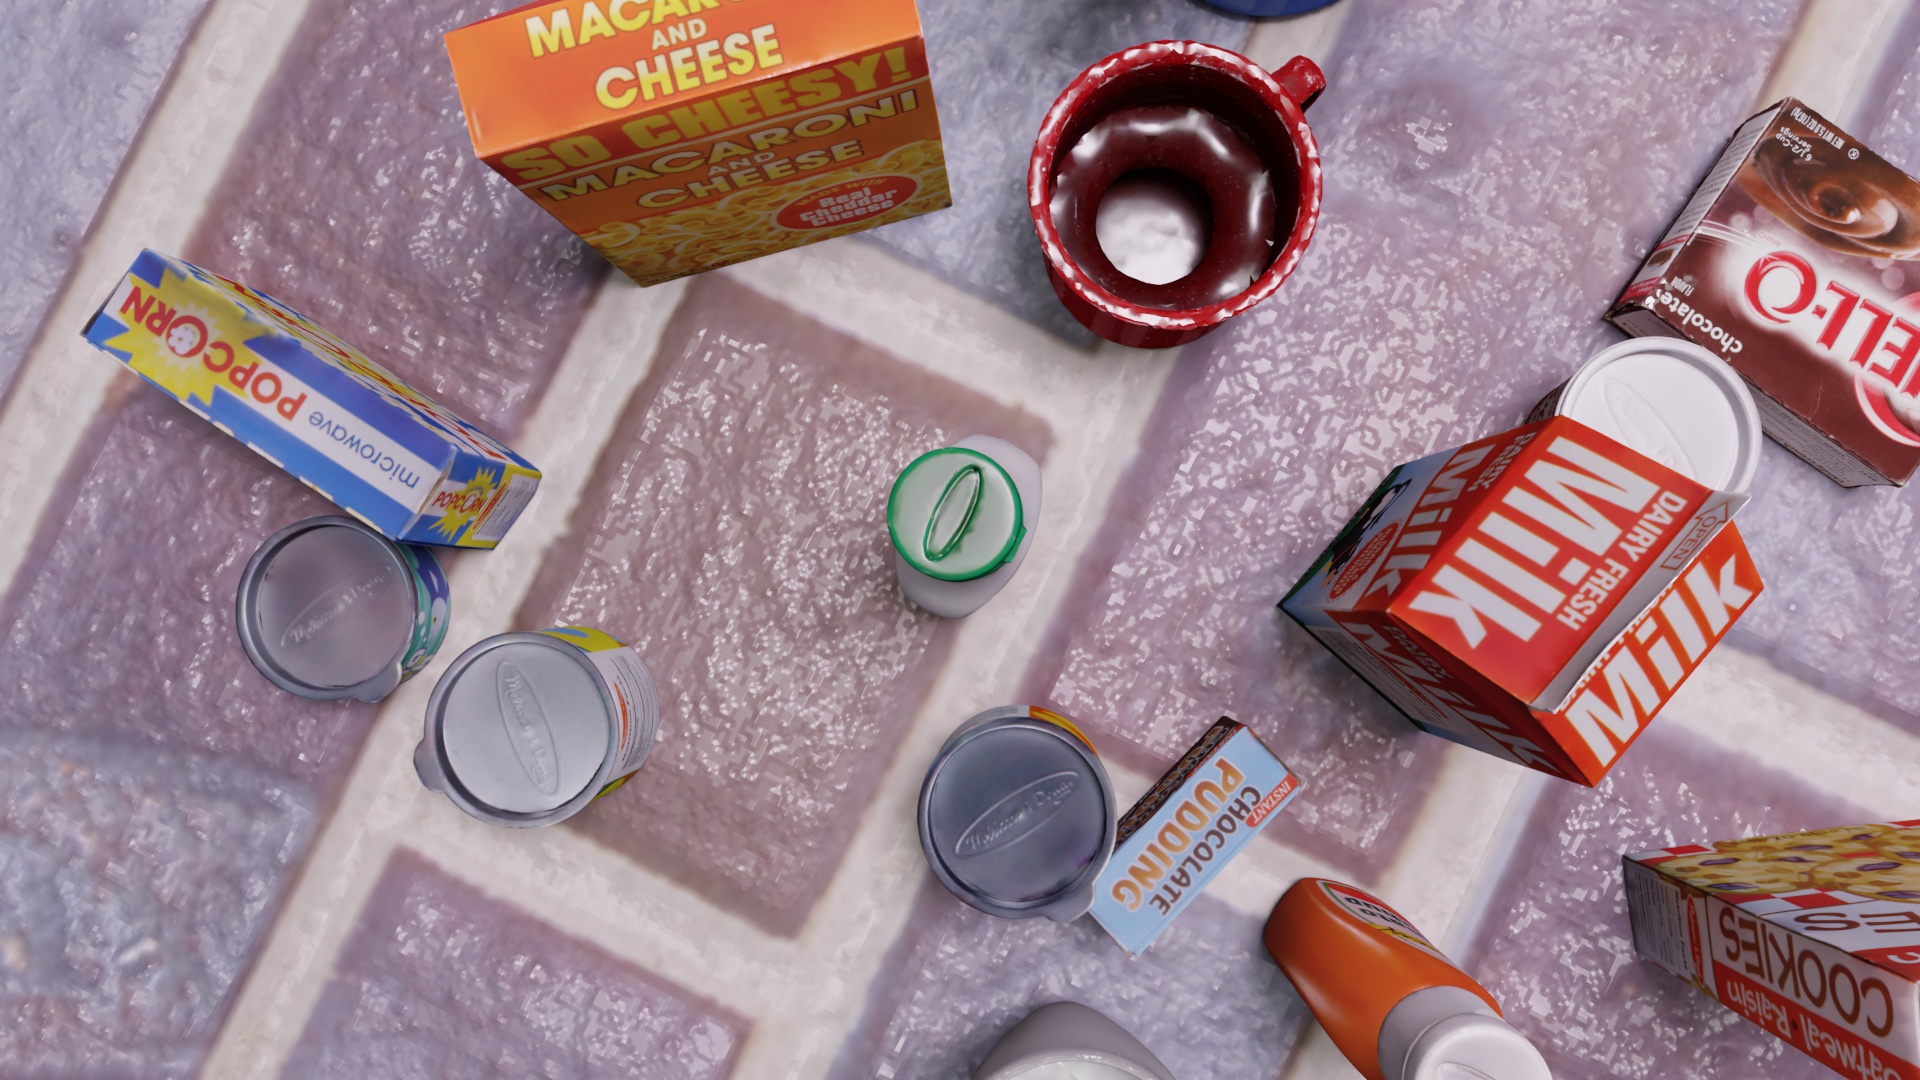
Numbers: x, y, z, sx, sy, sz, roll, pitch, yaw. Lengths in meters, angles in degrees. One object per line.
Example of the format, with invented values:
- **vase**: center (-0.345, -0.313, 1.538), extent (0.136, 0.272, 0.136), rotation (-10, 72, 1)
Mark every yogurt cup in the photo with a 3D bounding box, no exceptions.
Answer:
- **yogurt cup**: center (0.231, -0.033, 0.483), extent (0.072, 0.054, 0.072), rotation (0, 88, 2)

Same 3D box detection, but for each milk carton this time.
- **milk carton**: center (0.162, 0.017, 0.415), extent (0.073, 0.190, 0.072), rotation (41, 90, 3)

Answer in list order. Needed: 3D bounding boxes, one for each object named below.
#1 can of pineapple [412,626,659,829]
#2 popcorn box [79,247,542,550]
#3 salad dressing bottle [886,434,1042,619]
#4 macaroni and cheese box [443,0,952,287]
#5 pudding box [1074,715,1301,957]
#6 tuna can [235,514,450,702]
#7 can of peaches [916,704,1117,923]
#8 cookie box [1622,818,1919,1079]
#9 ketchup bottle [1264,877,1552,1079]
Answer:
- **can of pineapple**: center (-0.147, 0.064, 0.490), extent (0.071, 0.058, 0.071), rotation (0, 88, 2)
- **popcorn box**: center (-0.219, -0.045, 0.483), extent (0.127, 0.085, 0.038), rotation (32, 90, 3)
- **salad dressing bottle**: center (0.002, -0.006, 0.443), extent (0.044, 0.147, 0.064), rotation (27, 89, 3)
- **macaroni and cheese box**: center (-0.070, -0.130, 0.441), extent (0.124, 0.166, 0.040), rotation (-15, 88, 2)
- **pudding box**: center (0.077, 0.102, 0.485), extent (0.030, 0.049, 0.084), rotation (45, 90, 3)
- **tuna can**: center (-0.222, 0.026, 0.506), extent (0.071, 0.033, 0.071), rotation (0, 88, 2)
- **can of peaches**: center (0.021, 0.094, 0.483), extent (0.071, 0.058, 0.071), rotation (0, 88, 2)
- **cookie box**: center (0.299, 0.122, 0.418), extent (0.123, 0.167, 0.040), rotation (-7, 88, 2)
- **ketchup bottle**: center (0.138, 0.146, 0.431), extent (0.065, 0.149, 0.043), rotation (31, 90, 3)
